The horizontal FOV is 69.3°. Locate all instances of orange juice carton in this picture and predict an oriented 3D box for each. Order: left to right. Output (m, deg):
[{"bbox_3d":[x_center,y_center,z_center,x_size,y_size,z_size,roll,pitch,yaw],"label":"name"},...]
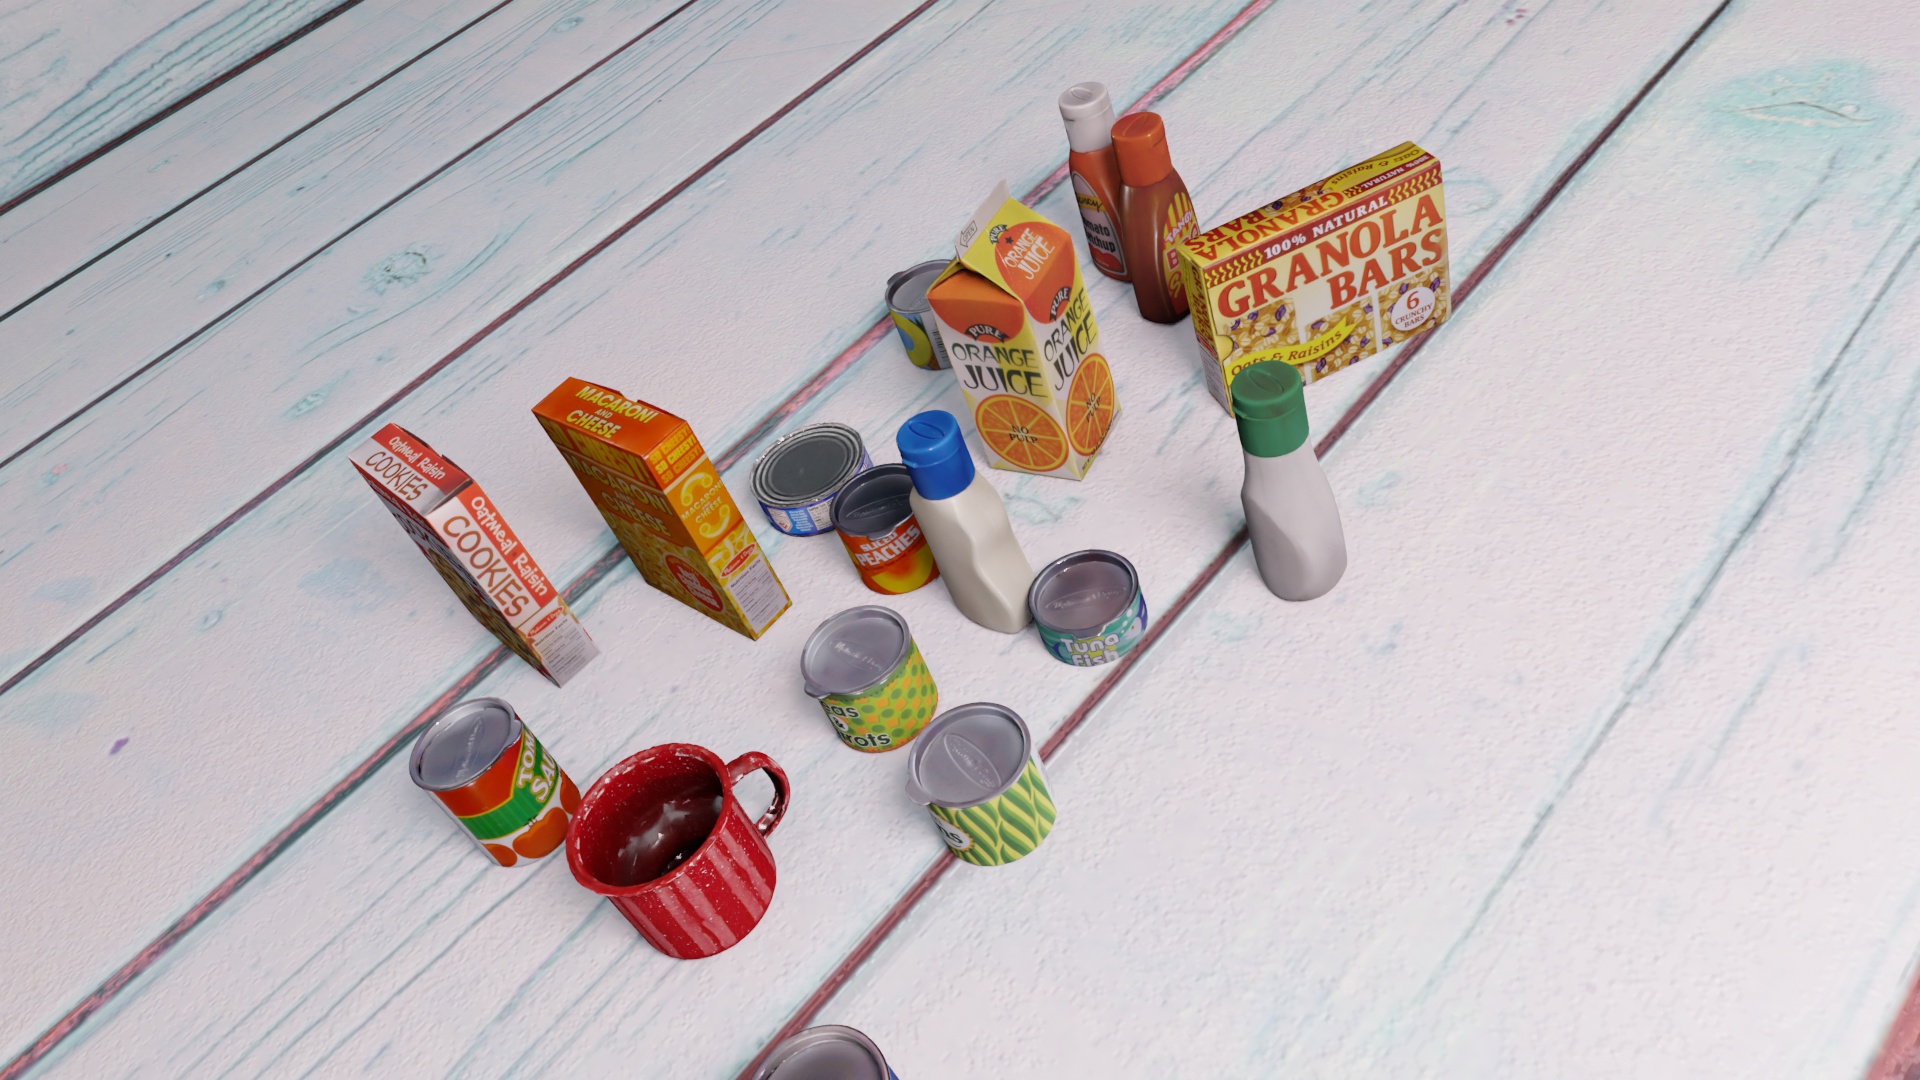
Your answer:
[{"bbox_3d":[0.039,-0.134,0.893,0.073,0.191,0.072,10,51,32],"label":"orange juice carton"}]

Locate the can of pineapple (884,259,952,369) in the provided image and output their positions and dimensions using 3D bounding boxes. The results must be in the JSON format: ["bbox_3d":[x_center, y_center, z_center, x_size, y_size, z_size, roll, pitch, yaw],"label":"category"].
[{"bbox_3d":[-0.019,-0.173,1.062,0.071,0.057,0.071,-12,42,12],"label":"can of pineapple"}]

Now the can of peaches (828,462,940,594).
[{"bbox_3d":[-0.044,-0.005,0.896,0.071,0.057,0.071,-12,42,12],"label":"can of peaches"}]

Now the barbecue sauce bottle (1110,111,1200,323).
[{"bbox_3d":[0.139,-0.229,0.984,0.044,0.148,0.065,18,55,37],"label":"barbecue sauce bottle"}]

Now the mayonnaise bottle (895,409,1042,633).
[{"bbox_3d":[0.003,-0.010,0.813,0.065,0.147,0.041,25,60,40],"label":"mayonnaise bottle"}]

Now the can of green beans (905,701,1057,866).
[{"bbox_3d":[0.013,0.128,0.730,0.071,0.057,0.071,-12,42,12],"label":"can of green beans"}]

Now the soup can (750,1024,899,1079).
[{"bbox_3d":[-0.048,0.261,0.597,0.071,0.083,0.072,-12,42,12],"label":"soup can"}]

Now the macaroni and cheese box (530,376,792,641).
[{"bbox_3d":[-0.190,-0.021,0.894,0.124,0.165,0.040,21,57,38],"label":"macaroni and cheese box"}]

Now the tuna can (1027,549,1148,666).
[{"bbox_3d":[0.076,0.041,0.814,0.071,0.032,0.071,-12,42,12],"label":"tuna can"}]

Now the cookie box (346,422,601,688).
[{"bbox_3d":[-0.320,0.010,0.918,0.123,0.166,0.040,26,61,41],"label":"cookie box"}]

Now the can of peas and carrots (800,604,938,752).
[{"bbox_3d":[-0.053,0.083,0.807,0.071,0.058,0.071,-12,42,12],"label":"can of peas and carrots"}]

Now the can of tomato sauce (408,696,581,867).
[{"bbox_3d":[-0.271,0.143,0.820,0.071,0.082,0.071,-12,42,12],"label":"can of tomato sauce"}]

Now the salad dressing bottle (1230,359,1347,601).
[{"bbox_3d":[0.177,-0.031,0.759,0.044,0.147,0.064,-31,42,-9],"label":"salad dressing bottle"}]

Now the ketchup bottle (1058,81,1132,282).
[{"bbox_3d":[0.109,-0.268,1.037,0.043,0.148,0.065,-34,42,-12],"label":"ketchup bottle"}]

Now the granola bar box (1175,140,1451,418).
[{"bbox_3d":[0.232,-0.166,0.895,0.166,0.123,0.039,-25,41,-3],"label":"granola bar box"}]
